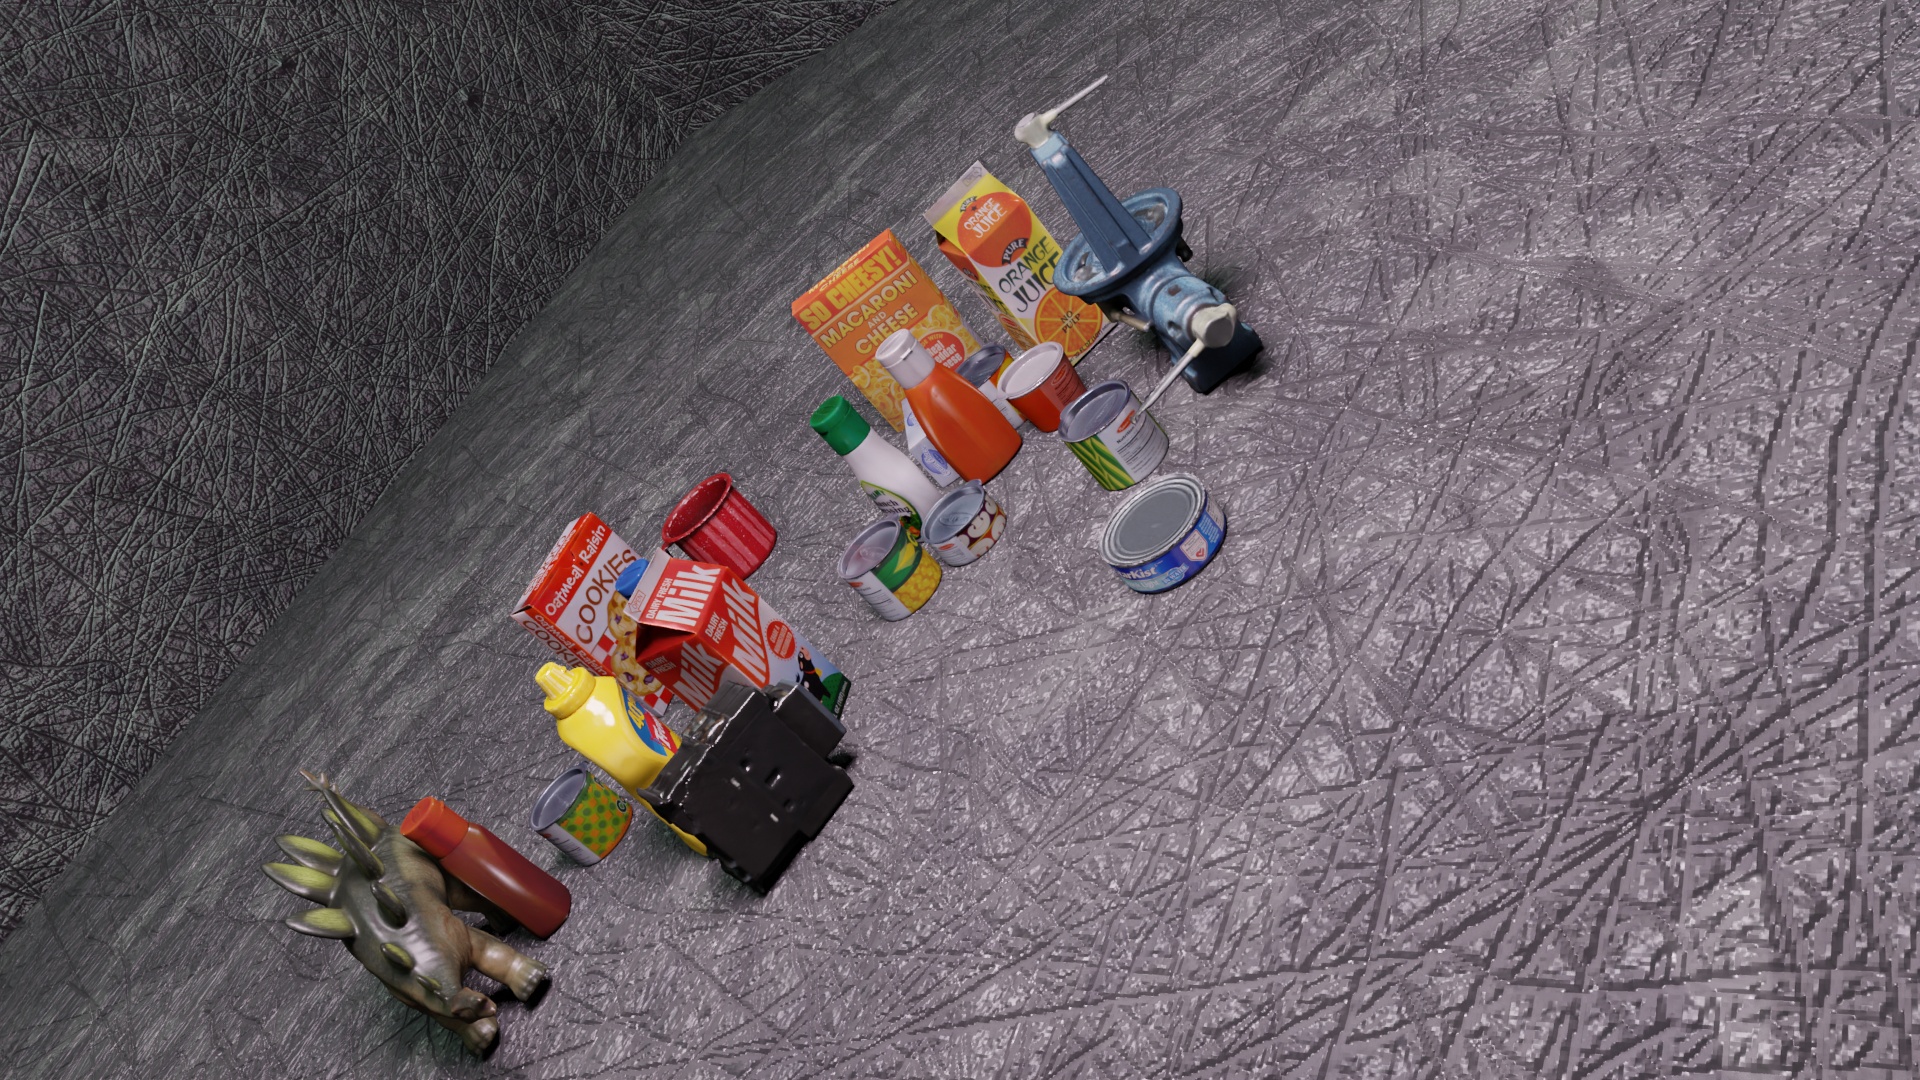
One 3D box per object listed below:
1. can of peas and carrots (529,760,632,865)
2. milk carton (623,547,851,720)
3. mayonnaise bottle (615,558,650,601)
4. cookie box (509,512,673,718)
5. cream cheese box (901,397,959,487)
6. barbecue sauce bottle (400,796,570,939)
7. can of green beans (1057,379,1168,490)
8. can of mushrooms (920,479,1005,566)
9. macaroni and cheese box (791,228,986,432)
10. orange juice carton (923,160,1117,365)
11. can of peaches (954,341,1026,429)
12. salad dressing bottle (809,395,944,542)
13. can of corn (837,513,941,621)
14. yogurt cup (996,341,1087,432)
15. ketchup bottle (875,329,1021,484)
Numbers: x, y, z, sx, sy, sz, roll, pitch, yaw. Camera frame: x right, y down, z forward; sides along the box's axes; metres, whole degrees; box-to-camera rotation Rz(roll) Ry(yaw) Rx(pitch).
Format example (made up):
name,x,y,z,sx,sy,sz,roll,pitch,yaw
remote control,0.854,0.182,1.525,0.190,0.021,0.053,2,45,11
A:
name,x,y,z,sx,sy,sz,roll,pitch,yaw
can of peas and carrots,-0.325,0.235,1.197,0.071,0.058,0.071,-32,29,20
milk carton,-0.179,0.089,1.072,0.073,0.190,0.073,-24,33,33
mayonnaise bottle,-0.237,0.076,1.212,0.064,0.147,0.041,-24,32,32
cookie box,-0.326,0.073,1.312,0.040,0.167,0.123,-21,34,36
cream cheese box,-0.027,-0.096,1.289,0.024,0.053,0.104,-35,28,14
barbecue sauce bottle,-0.388,0.266,1.137,0.044,0.148,0.065,-47,27,-8
can of green beans,0.118,-0.081,1.073,0.071,0.057,0.071,-32,29,20
can of mushrooms,0.004,-0.014,1.153,0.071,0.033,0.071,-31,29,20
macaroni and cheese box,-0.067,-0.206,1.376,0.123,0.166,0.040,-36,28,13
orange juice carton,0.049,-0.245,1.251,0.072,0.192,0.073,-45,27,-4
can of peaches,0.032,-0.137,1.267,0.071,0.058,0.071,-32,29,20
salad dressing bottle,-0.069,-0.061,1.191,0.064,0.147,0.044,2,50,54
can of corn,-0.057,0.023,1.152,0.071,0.058,0.071,-32,29,20
yogurt cup,0.074,-0.131,1.207,0.072,0.054,0.073,-32,29,20
ketchup bottle,-0.013,-0.117,1.197,0.065,0.148,0.043,-47,27,-8
